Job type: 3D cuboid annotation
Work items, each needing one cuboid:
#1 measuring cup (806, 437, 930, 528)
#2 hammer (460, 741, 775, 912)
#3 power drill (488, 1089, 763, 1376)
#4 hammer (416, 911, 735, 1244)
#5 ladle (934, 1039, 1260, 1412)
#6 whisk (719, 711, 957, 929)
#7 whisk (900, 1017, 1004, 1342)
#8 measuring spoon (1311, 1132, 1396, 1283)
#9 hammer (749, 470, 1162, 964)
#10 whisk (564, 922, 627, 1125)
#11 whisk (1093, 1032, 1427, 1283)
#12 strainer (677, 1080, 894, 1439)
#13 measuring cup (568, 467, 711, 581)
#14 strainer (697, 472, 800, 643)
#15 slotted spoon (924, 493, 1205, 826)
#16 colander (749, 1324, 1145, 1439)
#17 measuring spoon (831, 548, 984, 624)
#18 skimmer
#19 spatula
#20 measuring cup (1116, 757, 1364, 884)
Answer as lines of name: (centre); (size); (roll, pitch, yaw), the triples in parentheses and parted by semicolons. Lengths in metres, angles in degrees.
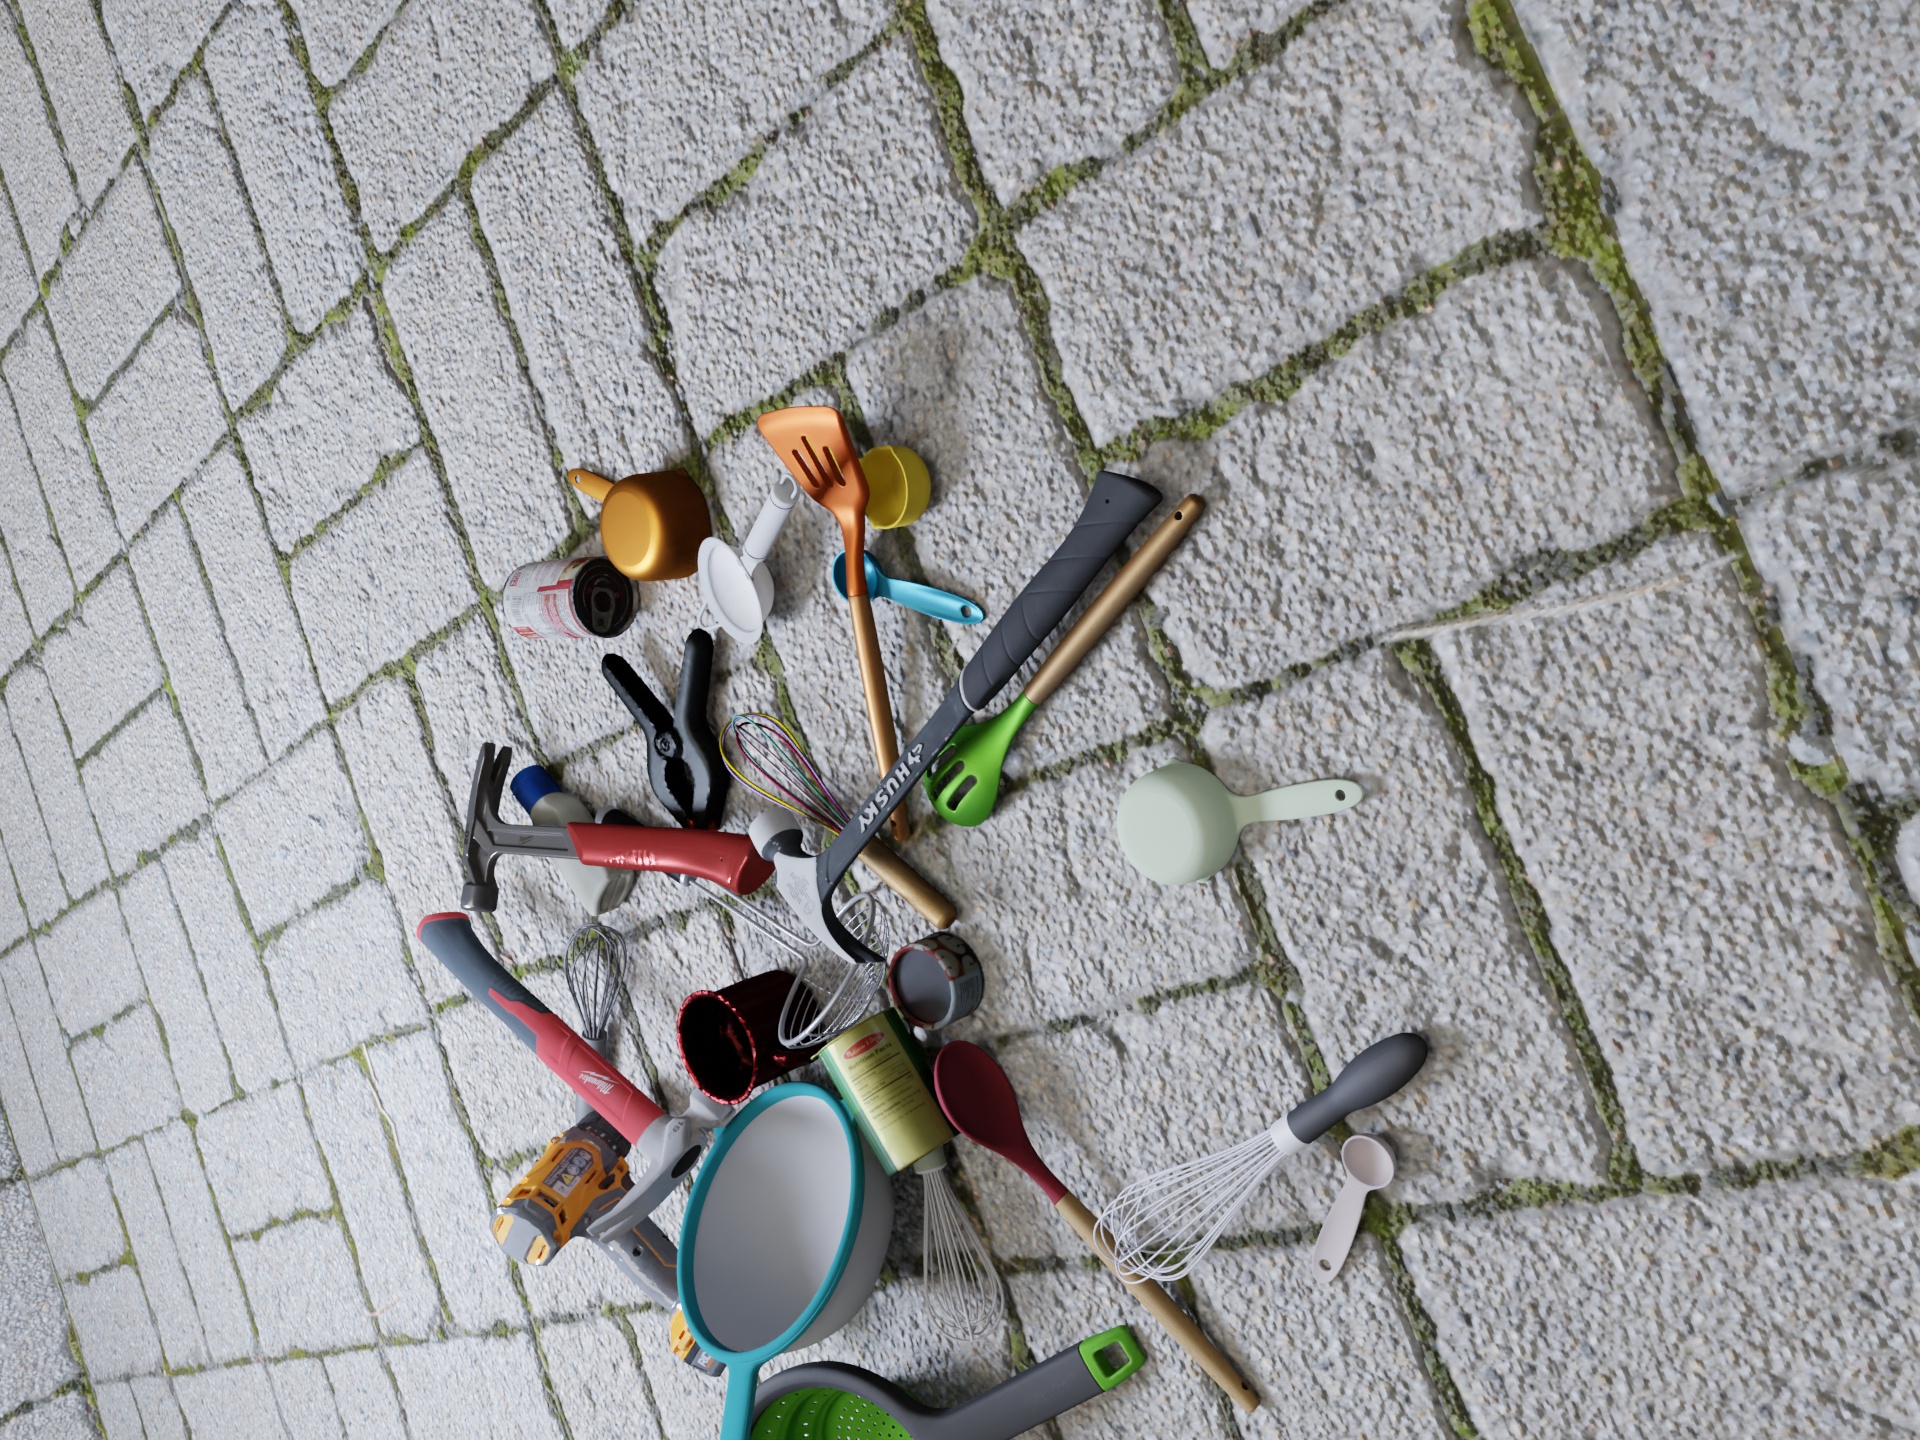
measuring cup: (-0.073, -0.187, 1.138); (0.157, 0.029, 0.062); (40, 128, 41)
hammer: (-0.288, 0.093, 1.305); (0.359, 0.036, 0.149); (0, 79, 38)
power drill: (-0.253, 0.417, 1.336); (0.226, 0.185, 0.084); (31, 122, 4)
hammer: (-0.363, 0.280, 1.356); (0.387, 0.143, 0.038); (29, 156, 35)
ladle: (0.090, 0.349, 1.100); (0.315, 0.069, 0.031); (45, 127, 16)
whisk: (-0.092, 0.071, 1.196); (0.245, 0.047, 0.051); (39, 134, 22)
whisk: (-0.021, 0.343, 1.193); (0.059, 0.058, 0.246); (-16, 84, 5)
measuring spoon: (0.243, 0.303, 0.987); (0.034, 0.018, 0.124); (31, 125, 31)
hammer: (-0.002, -0.003, 1.062); (0.408, 0.036, 0.149); (-51, 56, 26)
whisk: (-0.334, 0.286, 1.440); (0.055, 0.055, 0.238); (24, 118, 34)
whisk: (0.185, 0.275, 1.000); (0.284, 0.070, 0.070); (-47, 70, 31)
strainer: (-0.126, 0.450, 1.199); (0.211, 0.095, 0.341); (-21, 51, 40)
measuring cup: (-0.278, -0.171, 1.286); (0.174, 0.052, 0.095); (27, 116, 30)
strainer: (-0.147, -0.121, 1.150); (0.087, 0.050, 0.258); (59, 156, 5)
slotted spoon: (0.061, -0.035, 1.053); (0.070, 0.031, 0.313); (55, 126, 21)
colander: (-0.015, 0.543, 1.215); (0.397, 0.094, 0.204); (-36, 81, 20)
measuring spoon: (-0.034, -0.093, 1.130); (0.129, 0.021, 0.042); (20, 117, 26)
skimmer: (-0.192, 0.138, 1.259); (0.364, 0.090, 0.127); (27, 83, 36)
spatula: (-0.075, -0.064, 1.127); (0.081, 0.041, 0.322); (3, 109, 41)
measuring cup: (0.166, 0.059, 0.976); (0.167, 0.038, 0.083); (-14, 90, 43)
